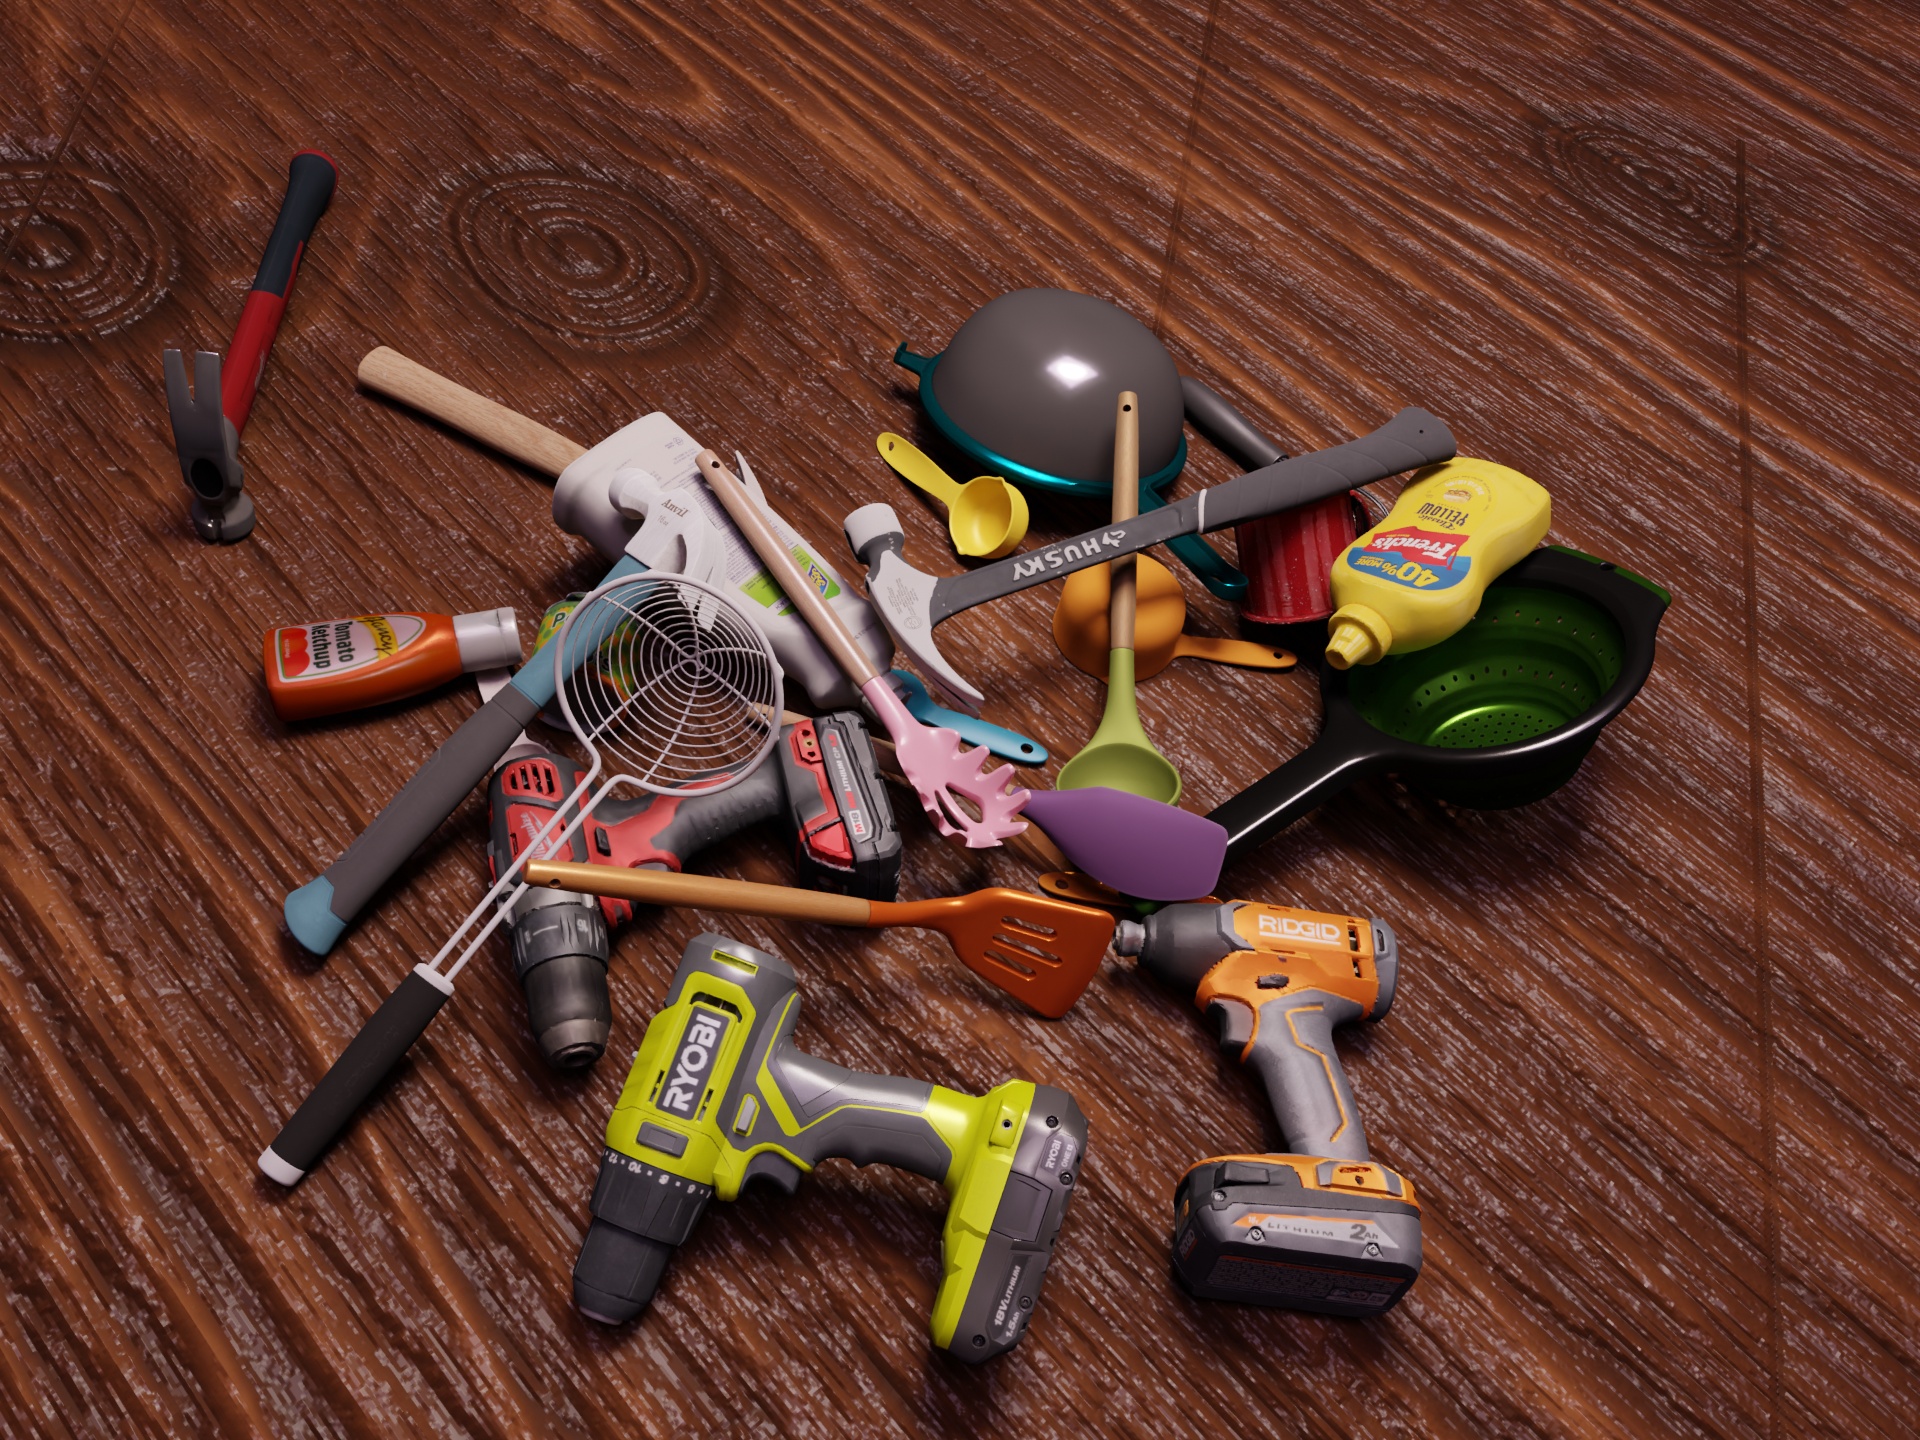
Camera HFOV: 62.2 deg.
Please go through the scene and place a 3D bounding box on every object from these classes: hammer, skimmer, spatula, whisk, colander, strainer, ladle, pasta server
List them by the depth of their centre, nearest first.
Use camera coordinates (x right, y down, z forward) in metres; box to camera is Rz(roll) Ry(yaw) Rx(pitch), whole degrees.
[{"bbox_3d":[-0.231,0.083,0.812,0.127,0.090,0.363,39,76,-6],"label":"skimmer"},{"bbox_3d":[-0.071,0.106,0.850,0.322,0.081,0.041,11,30,-26],"label":"spatula"},{"bbox_3d":[-0.259,-0.004,0.908,0.128,0.033,0.331,31,76,39],"label":"hammer"},{"bbox_3d":[-0.068,-0.048,0.966,0.060,0.040,0.316,-29,76,-32],"label":"pasta server"},{"bbox_3d":[0.008,0.042,0.974,0.316,0.059,0.018,18,10,17],"label":"spatula"},{"bbox_3d":[0.276,0.033,1.018,0.397,0.094,0.205,-32,36,-12],"label":"colander"},{"bbox_3d":[0.140,-0.124,1.020,0.409,0.036,0.149,-19,70,-14],"label":"hammer"},{"bbox_3d":[0.105,-0.074,1.029,0.078,0.062,0.320,1,73,7],"label":"ladle"},{"bbox_3d":[-0.282,-0.187,1.124,0.331,0.031,0.130,27,53,11],"label":"hammer"},{"bbox_3d":[-0.492,-0.308,1.125,0.038,0.143,0.387,3,48,-12],"label":"hammer"},{"bbox_3d":[0.111,-0.220,1.142,0.211,0.095,0.341,-11,46,-31],"label":"strainer"},{"bbox_3d":[0.241,-0.197,1.216,0.055,0.055,0.239,-26,57,-27],"label":"whisk"}]

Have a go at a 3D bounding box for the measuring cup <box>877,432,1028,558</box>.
[{"bbox_3d":[-0.007,-0.170,1.159,0.029,0.062,0.157,10,25,-49],"label":"measuring cup"}]

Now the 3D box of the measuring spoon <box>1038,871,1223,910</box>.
[{"bbox_3d":[0.105,0.110,0.978,0.117,0.011,0.021,9,44,2],"label":"measuring spoon"}]

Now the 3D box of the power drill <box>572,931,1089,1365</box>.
[{"bbox_3d":[-0.067,0.231,0.793,0.228,0.080,0.191,19,75,4],"label":"power drill"}]

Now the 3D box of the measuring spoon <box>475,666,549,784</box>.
[{"bbox_3d":[-0.282,0.000,0.993,0.034,0.018,0.124,-18,51,-16],"label":"measuring spoon"}]

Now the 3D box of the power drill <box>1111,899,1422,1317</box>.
[{"bbox_3d":[0.164,0.198,0.877,0.164,0.084,0.227,8,47,-3],"label":"power drill"}]

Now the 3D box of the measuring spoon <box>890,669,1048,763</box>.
[{"bbox_3d":[-0.002,-0.003,1.036,0.128,0.021,0.042,21,52,9],"label":"measuring spoon"}]

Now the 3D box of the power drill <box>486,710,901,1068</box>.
[{"bbox_3d":[-0.150,0.091,0.905,0.226,0.080,0.188,-10,55,-14],"label":"power drill"}]

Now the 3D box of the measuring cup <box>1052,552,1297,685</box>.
[{"bbox_3d":[0.152,-0.069,1.096,0.173,0.052,0.095,9,51,-1],"label":"measuring cup"}]
